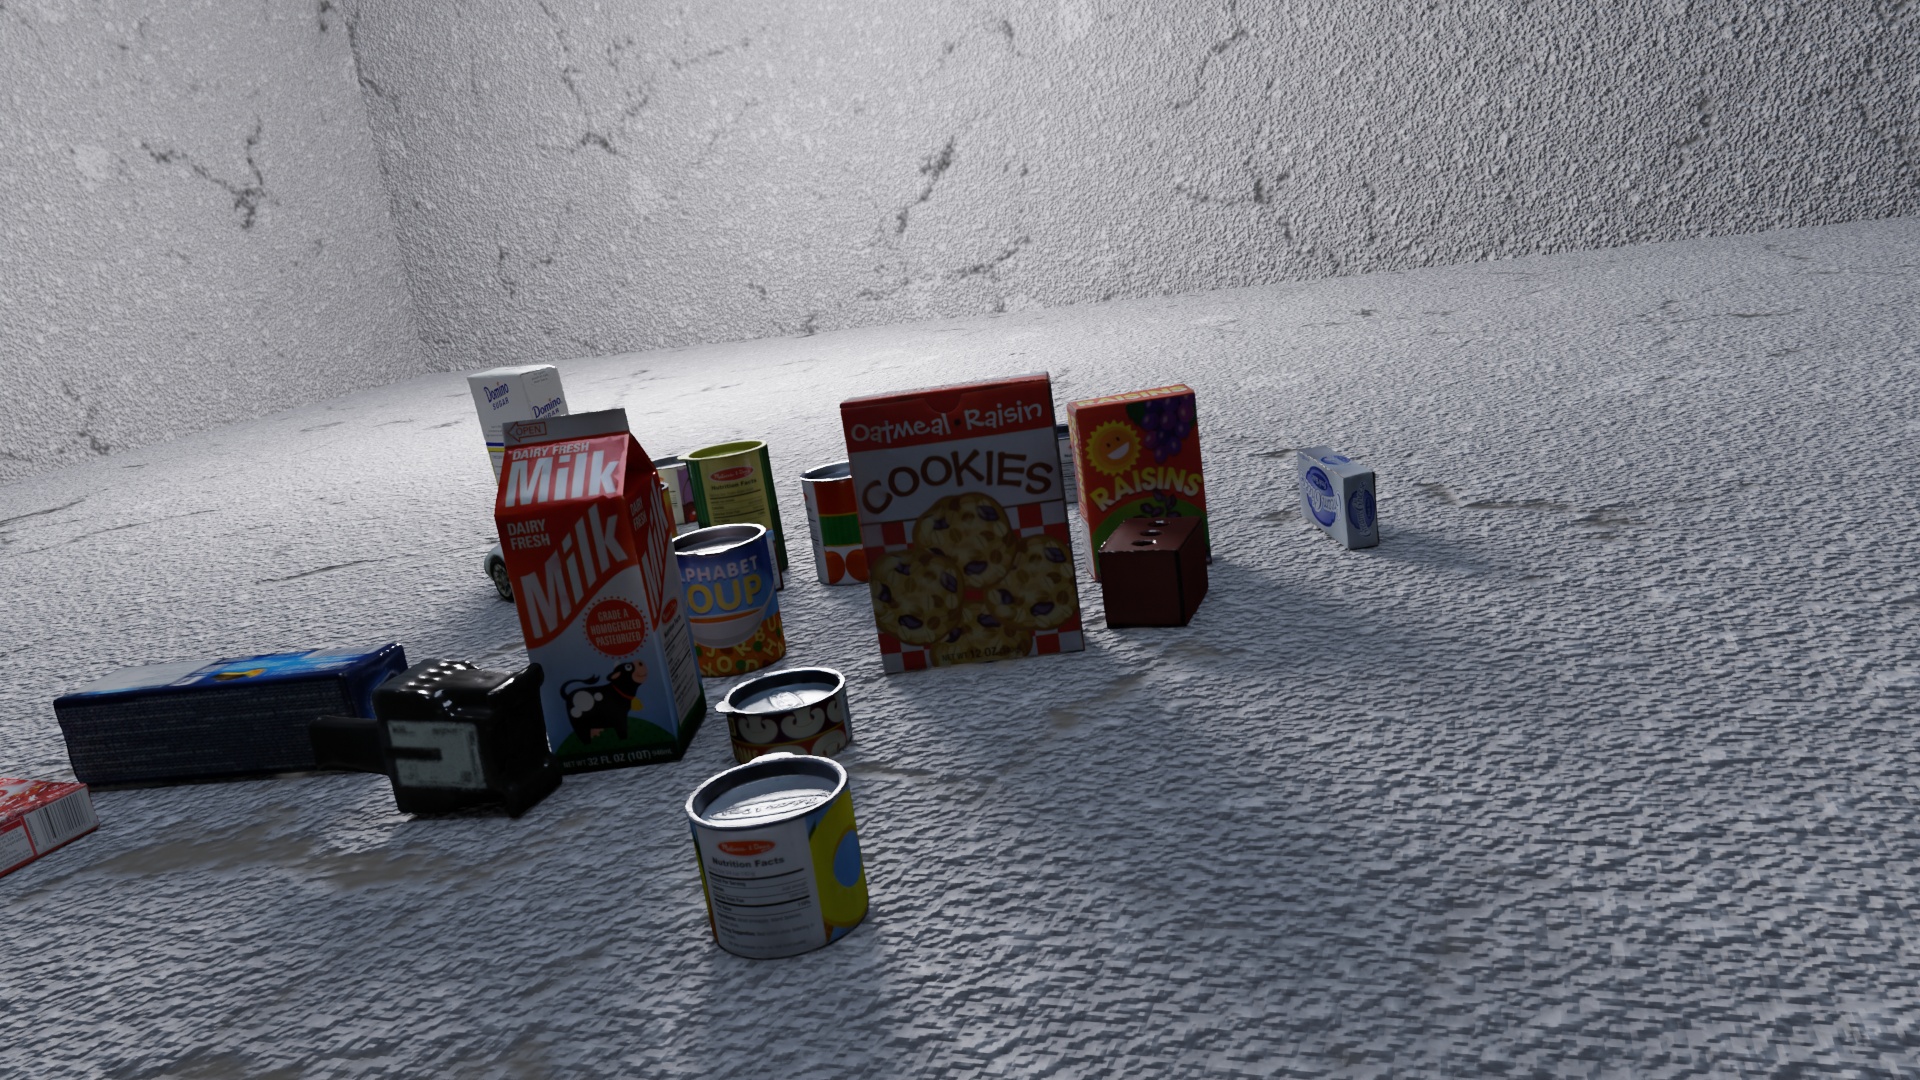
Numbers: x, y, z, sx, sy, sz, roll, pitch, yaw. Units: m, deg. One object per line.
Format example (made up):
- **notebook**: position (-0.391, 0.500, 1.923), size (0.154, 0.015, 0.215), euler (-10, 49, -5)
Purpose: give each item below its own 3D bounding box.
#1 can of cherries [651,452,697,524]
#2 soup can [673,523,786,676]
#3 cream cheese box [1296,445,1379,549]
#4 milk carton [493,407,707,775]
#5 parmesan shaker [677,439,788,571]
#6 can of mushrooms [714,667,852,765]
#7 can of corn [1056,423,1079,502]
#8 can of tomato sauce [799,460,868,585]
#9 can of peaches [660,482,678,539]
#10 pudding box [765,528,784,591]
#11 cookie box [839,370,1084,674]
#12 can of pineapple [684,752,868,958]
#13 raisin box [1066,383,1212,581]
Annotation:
- **can of cherries**: position (-0.273, -0.051, 1.357), size (0.071, 0.058, 0.072), euler (-8, 14, 2)
- **soup can**: position (-0.151, 0.039, 0.894), size (0.071, 0.083, 0.071), euler (-8, 14, 2)
- **cream cheese box**: position (0.269, -0.032, 0.992), size (0.024, 0.053, 0.104), euler (-9, 14, -2)
- **milk carton**: position (-0.198, 0.024, 0.764), size (0.072, 0.190, 0.073), euler (-7, 14, 4)
- **parmesan shaker**: position (-0.181, -0.023, 1.108), size (0.071, 0.102, 0.071), euler (-8, 14, 2)
- **can of mushrooms**: position (-0.094, 0.095, 0.745), size (0.071, 0.033, 0.071), euler (-8, 14, 2)
- **can of corn**: position (0.096, -0.069, 1.220), size (0.071, 0.058, 0.071), euler (-8, 14, 2)
- **can of tomato sauce**: position (-0.081, -0.015, 1.061), size (0.071, 0.083, 0.071), euler (-8, 14, 2)
- **can of peaches**: position (-0.287, -0.016, 1.229), size (0.071, 0.058, 0.071), euler (-8, 14, 2)
- **pudding box**: position (-0.173, 0.024, 1.031), size (0.030, 0.049, 0.084), euler (4, 18, 39)
- **cookie box**: position (0.003, -0.010, 0.829), size (0.123, 0.167, 0.040), euler (-7, 14, 4)
- **can of pineapple**: position (-0.073, 0.126, 0.565), size (0.071, 0.057, 0.071), euler (-8, 14, 2)
- **raisin box**: position (0.125, -0.040, 0.964), size (0.086, 0.123, 0.040), euler (-9, 14, -2)
